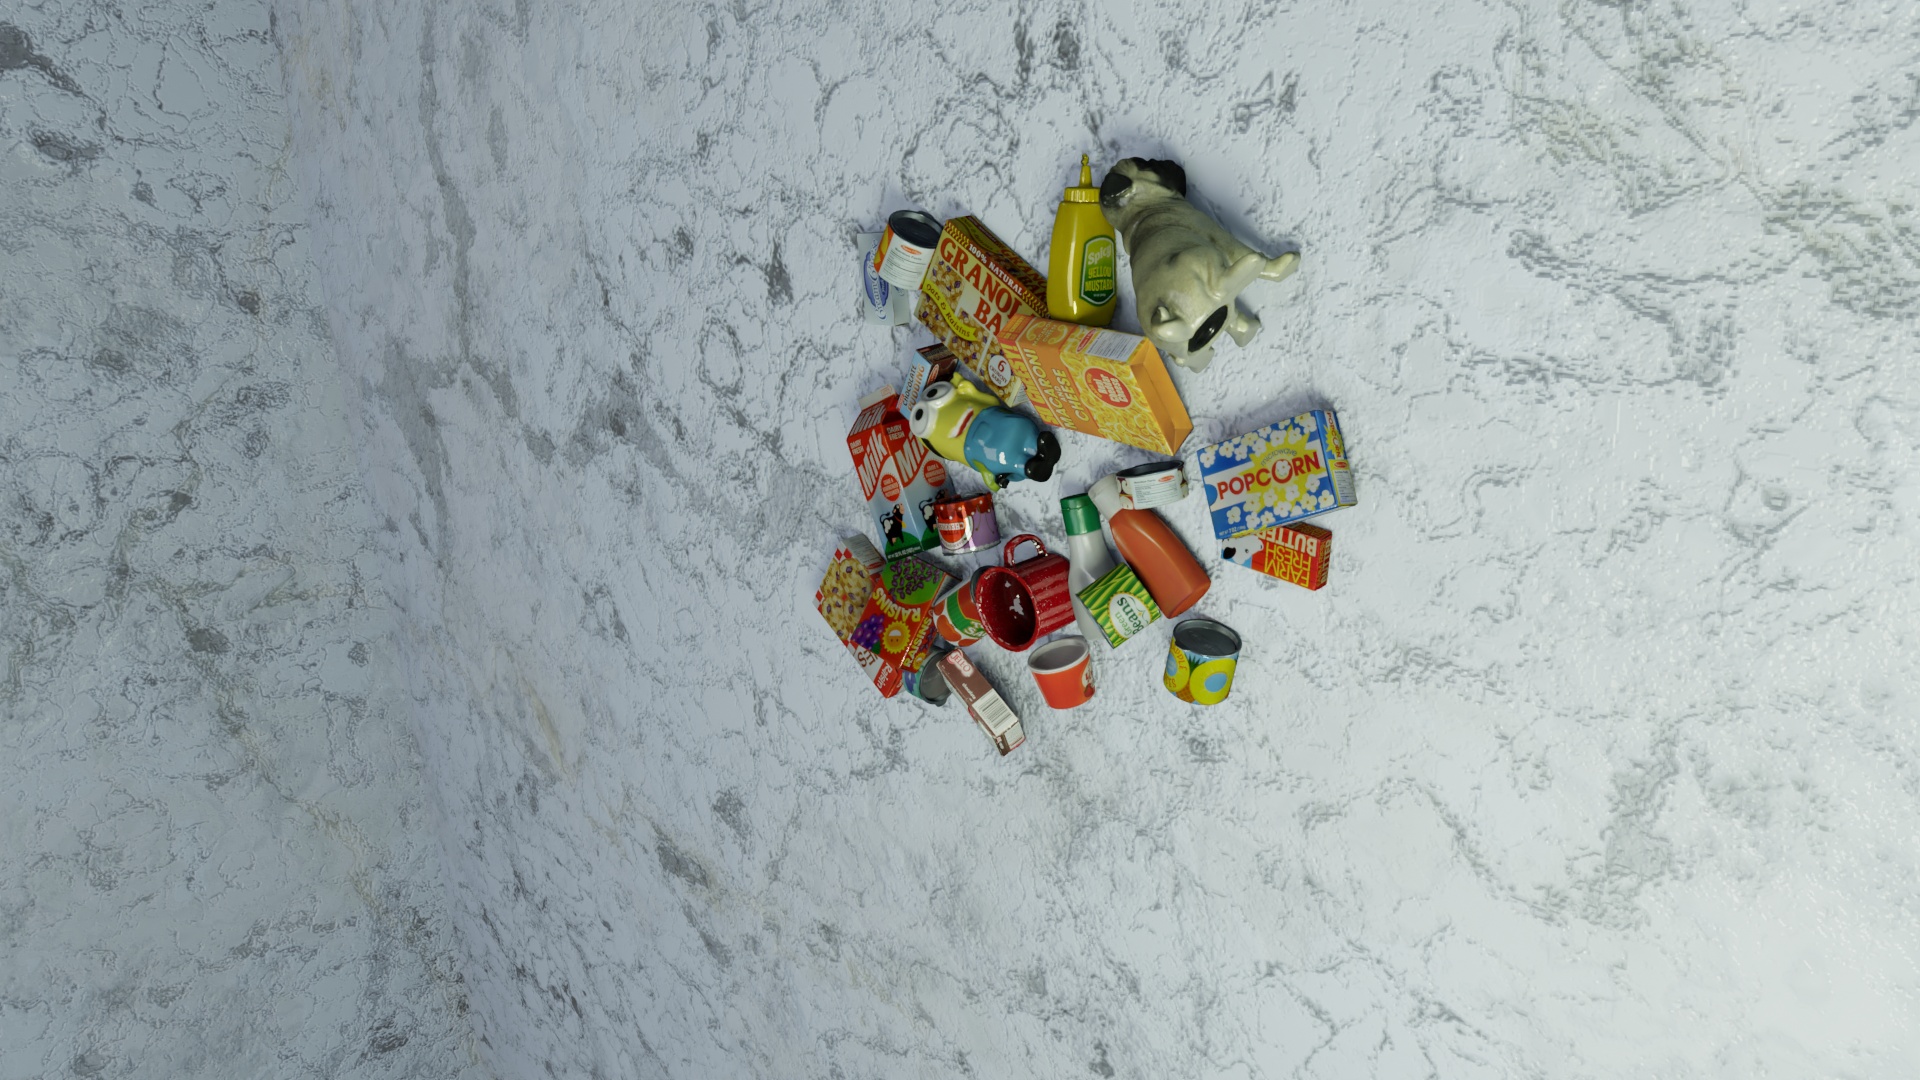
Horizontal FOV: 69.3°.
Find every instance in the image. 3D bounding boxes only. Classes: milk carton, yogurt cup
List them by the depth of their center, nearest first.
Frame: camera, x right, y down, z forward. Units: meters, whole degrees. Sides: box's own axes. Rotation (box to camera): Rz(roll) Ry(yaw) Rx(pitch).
[{"bbox_3d":[0.110,0.142,1.470,0.072,0.073,0.053,5,121,47],"label":"yogurt cup"},{"bbox_3d":[-0.067,-0.079,1.572,0.072,0.074,0.190,-19,90,50],"label":"milk carton"}]

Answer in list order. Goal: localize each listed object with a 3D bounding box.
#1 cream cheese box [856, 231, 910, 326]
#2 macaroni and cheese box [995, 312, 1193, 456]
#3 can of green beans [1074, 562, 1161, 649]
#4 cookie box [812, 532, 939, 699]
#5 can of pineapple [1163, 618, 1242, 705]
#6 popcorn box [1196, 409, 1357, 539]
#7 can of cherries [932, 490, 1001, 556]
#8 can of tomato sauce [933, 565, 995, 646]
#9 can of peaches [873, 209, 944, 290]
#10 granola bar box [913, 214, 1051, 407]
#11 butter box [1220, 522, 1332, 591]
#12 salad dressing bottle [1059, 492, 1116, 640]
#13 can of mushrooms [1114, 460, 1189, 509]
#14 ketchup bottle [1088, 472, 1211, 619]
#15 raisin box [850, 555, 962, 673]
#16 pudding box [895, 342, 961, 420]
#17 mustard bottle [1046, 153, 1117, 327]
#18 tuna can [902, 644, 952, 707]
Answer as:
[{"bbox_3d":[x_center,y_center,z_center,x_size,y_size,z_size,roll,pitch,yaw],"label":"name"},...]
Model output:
[{"bbox_3d":[-0.086,-0.292,1.549,0.053,0.024,0.103,12,113,47],"label":"cream cheese box"},{"bbox_3d":[0.125,-0.149,1.313,0.166,0.040,0.123,19,153,43],"label":"macaroni and cheese box"},{"bbox_3d":[0.154,0.063,1.355,0.071,0.058,0.071,55,-179,-1],"label":"can of green beans"},{"bbox_3d":[-0.106,0.094,1.708,0.168,0.040,0.122,50,135,22],"label":"cookie box"},{"bbox_3d":[0.229,0.116,1.326,0.071,0.071,0.057,31,126,37],"label":"can of pineapple"},{"bbox_3d":[0.275,-0.056,1.210,0.126,0.038,0.085,-19,79,43],"label":"popcorn box"},{"bbox_3d":[0.005,-0.019,1.518,0.071,0.072,0.058,0,105,48],"label":"can of cherries"},{"bbox_3d":[0.018,0.076,1.544,0.082,0.071,0.071,-38,76,49],"label":"can of tomato sauce"},{"bbox_3d":[-0.053,-0.309,1.476,0.071,0.071,0.057,49,135,23],"label":"can of peaches"},{"bbox_3d":[0.032,-0.237,1.429,0.166,0.039,0.123,46,134,26],"label":"granola bar box"},{"bbox_3d":[0.285,0.005,1.255,0.103,0.024,0.053,22,121,42],"label":"butter box"},{"bbox_3d":[0.134,0.026,1.416,0.064,0.044,0.147,-4,101,53],"label":"salad dressing bottle"},{"bbox_3d":[0.182,-0.053,1.316,0.071,0.071,0.033,-1,105,48],"label":"can of mushrooms"},{"bbox_3d":[0.180,0.002,1.353,0.149,0.044,0.064,55,148,18],"label":"ketchup bottle"},{"bbox_3d":[-0.064,0.081,1.611,0.086,0.040,0.123,25,89,35],"label":"raisin box"},{"bbox_3d":[-0.034,-0.173,1.518,0.030,0.050,0.083,44,134,25],"label":"pudding box"},{"bbox_3d":[0.115,-0.280,1.302,0.049,0.065,0.159,19,115,47],"label":"mustard bottle"},{"bbox_3d":[-0.034,0.159,1.635,0.033,0.071,0.070,20,119,43],"label":"tuna can"}]
